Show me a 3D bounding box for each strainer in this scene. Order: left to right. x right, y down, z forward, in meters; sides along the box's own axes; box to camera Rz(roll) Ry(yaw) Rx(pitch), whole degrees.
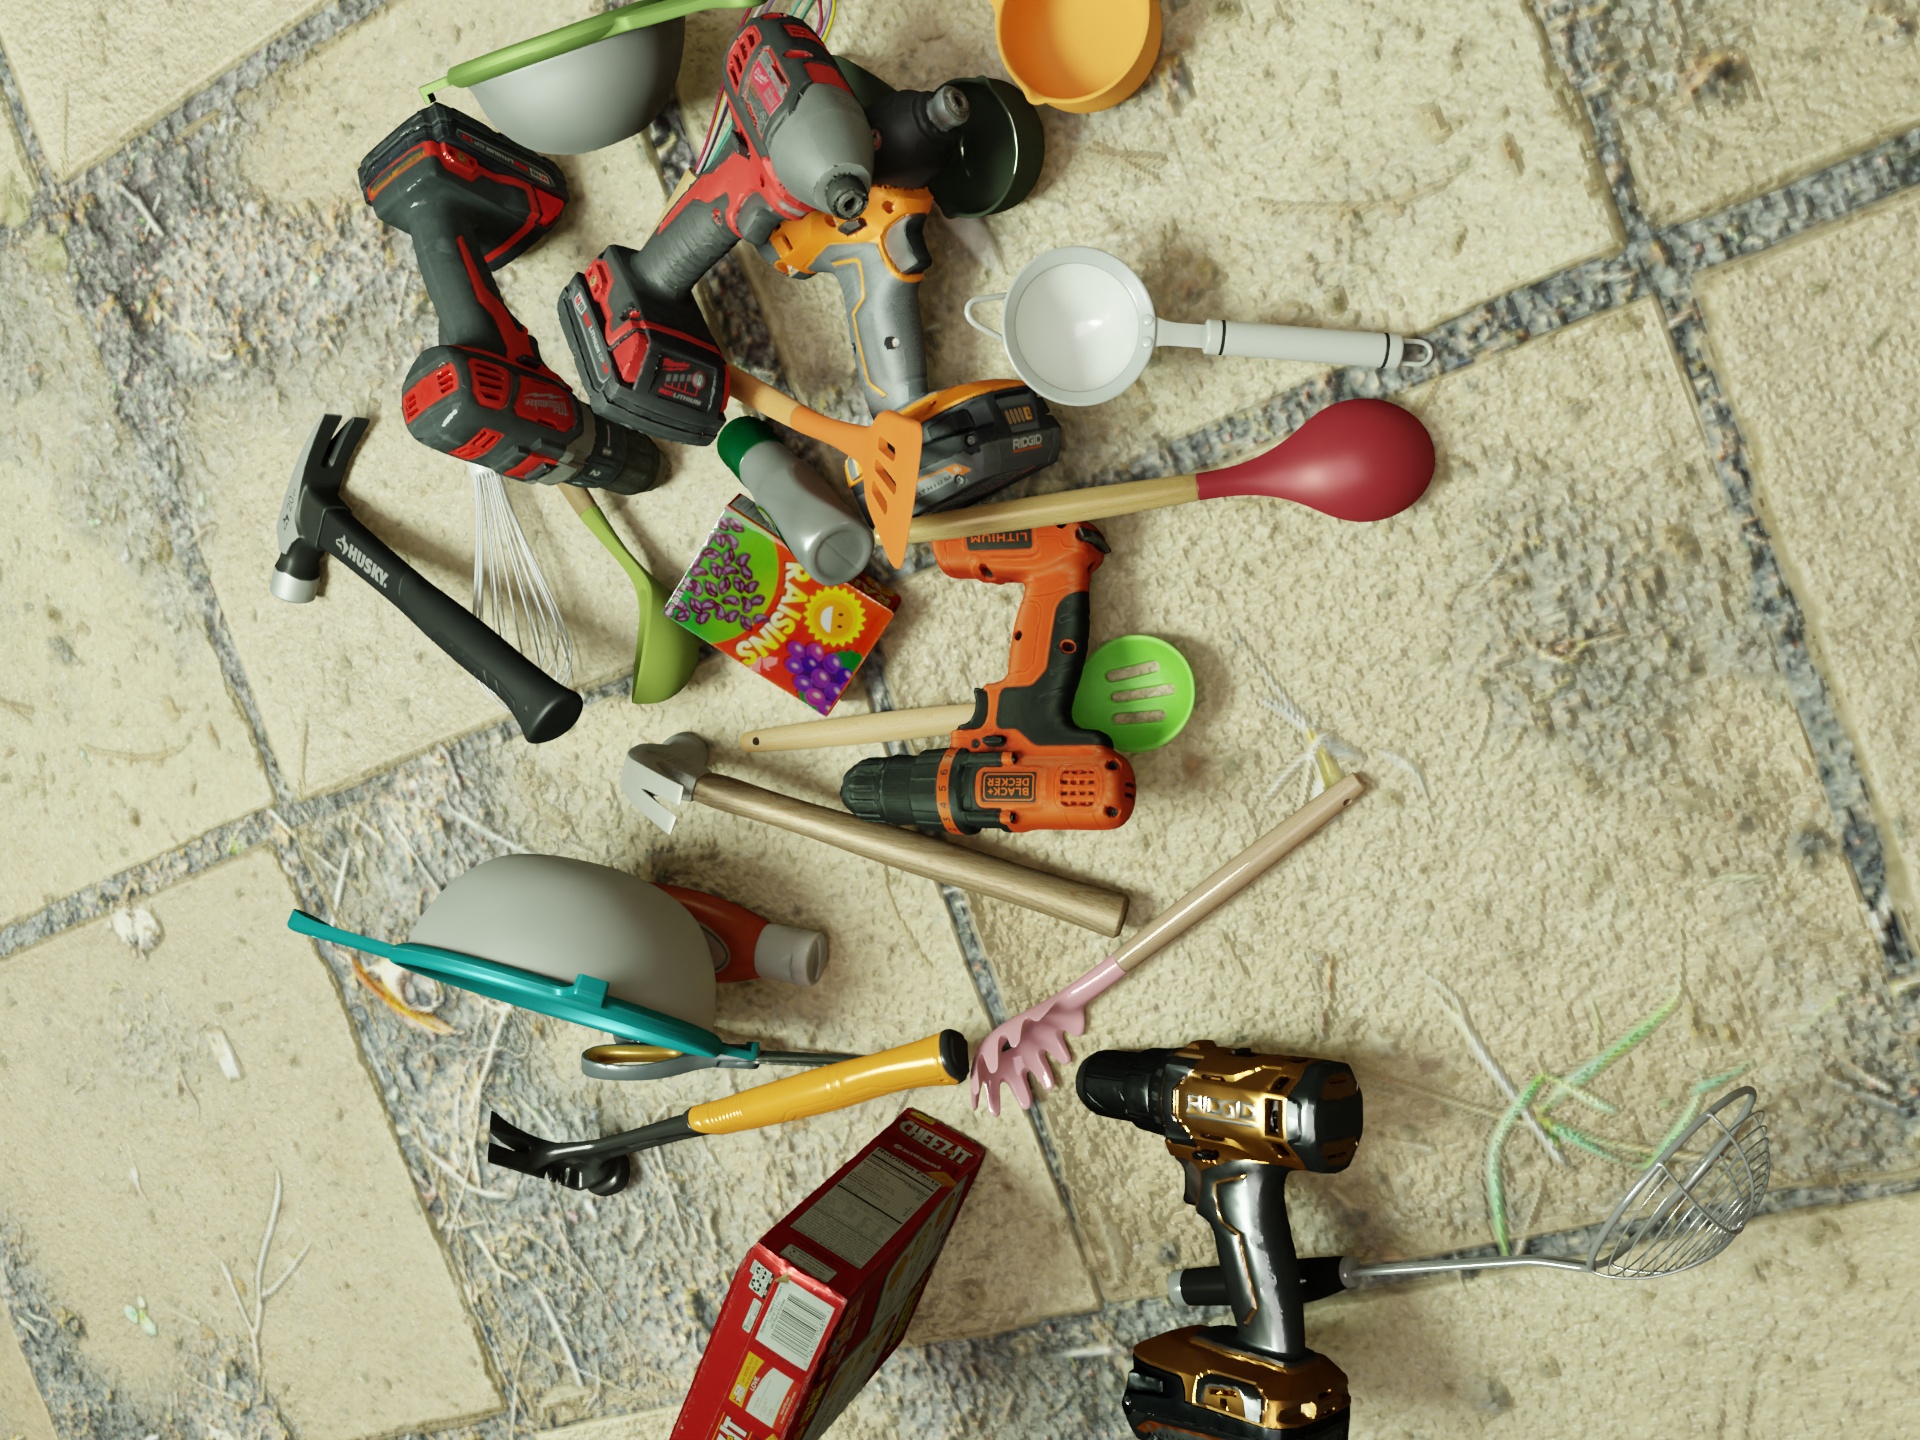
[{"bbox_3d":[-0.293,0.128,1.020,0.340,0.210,0.095,9,73,27],"label":"strainer"},{"bbox_3d":[-0.183,-0.368,0.902,0.256,0.151,0.069,13,130,45],"label":"strainer"},{"bbox_3d":[0.131,-0.209,0.873,0.258,0.050,0.087,4,91,-1],"label":"strainer"}]

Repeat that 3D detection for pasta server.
[{"bbox_3d":[0.121,0.137,0.965,0.316,0.060,0.040,-41,48,19],"label":"pasta server"}]

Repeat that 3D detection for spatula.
[{"bbox_3d":[-0.116,-0.186,0.934,0.323,0.041,0.081,33,125,38],"label":"spatula"}]

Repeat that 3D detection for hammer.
[{"bbox_3d":[-0.356,-0.084,1.055,0.335,0.035,0.146,34,112,32],"label":"hammer"},{"bbox_3d":[-0.148,0.254,1.043,0.337,0.127,0.034,-20,55,23],"label":"hammer"},{"bbox_3d":[-0.057,0.074,0.993,0.331,0.130,0.031,17,101,9],"label":"hammer"}]

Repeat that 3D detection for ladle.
[{"bbox_3d":[-0.269,-0.153,1.043,0.062,0.078,0.320,-32,88,-21],"label":"ladle"},{"bbox_3d":[0.106,-0.127,0.887,0.315,0.031,0.069,-8,86,8],"label":"ladle"}]

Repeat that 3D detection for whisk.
[{"bbox_3d":[-0.314,-0.142,1.077,0.070,0.070,0.284,-11,90,22],"label":"whisk"},{"bbox_3d":[-0.151,-0.357,0.983,0.047,0.051,0.245,27,117,-22],"label":"whisk"}]

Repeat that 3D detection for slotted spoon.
[{"bbox_3d":[-0.002,-0.003,0.994,0.314,0.031,0.070,-7,89,24],"label":"slotted spoon"}]

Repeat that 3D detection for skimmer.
[{"bbox_3d":[0.275,0.281,0.914,0.363,0.127,0.090,-19,69,34],"label":"skimmer"}]

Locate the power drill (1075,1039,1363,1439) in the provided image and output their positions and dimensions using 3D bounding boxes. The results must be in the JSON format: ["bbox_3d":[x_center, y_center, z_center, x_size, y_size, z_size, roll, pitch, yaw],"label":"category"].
[{"bbox_3d":[0.142,0.301,0.929,0.185,0.084,0.226,-3,84,45],"label":"power drill"}]

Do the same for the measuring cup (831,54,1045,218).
[{"bbox_3d":[-0.017,-0.356,0.936,0.168,0.038,0.083,39,131,27],"label":"measuring cup"}]

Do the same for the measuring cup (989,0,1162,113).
[{"bbox_3d":[0.034,-0.407,0.899,0.174,0.052,0.095,32,109,15],"label":"measuring cup"}]

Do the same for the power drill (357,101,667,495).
[{"bbox_3d":[-0.274,-0.248,0.996,0.080,0.187,0.227,-26,71,27],"label":"power drill"}]

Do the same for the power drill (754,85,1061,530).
[{"bbox_3d":[-0.027,-0.239,0.913,0.164,0.084,0.226,-21,90,45],"label":"power drill"}]

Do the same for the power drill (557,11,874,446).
[{"bbox_3d":[-0.129,-0.266,0.885,0.219,0.078,0.143,-46,53,29],"label":"power drill"}]
